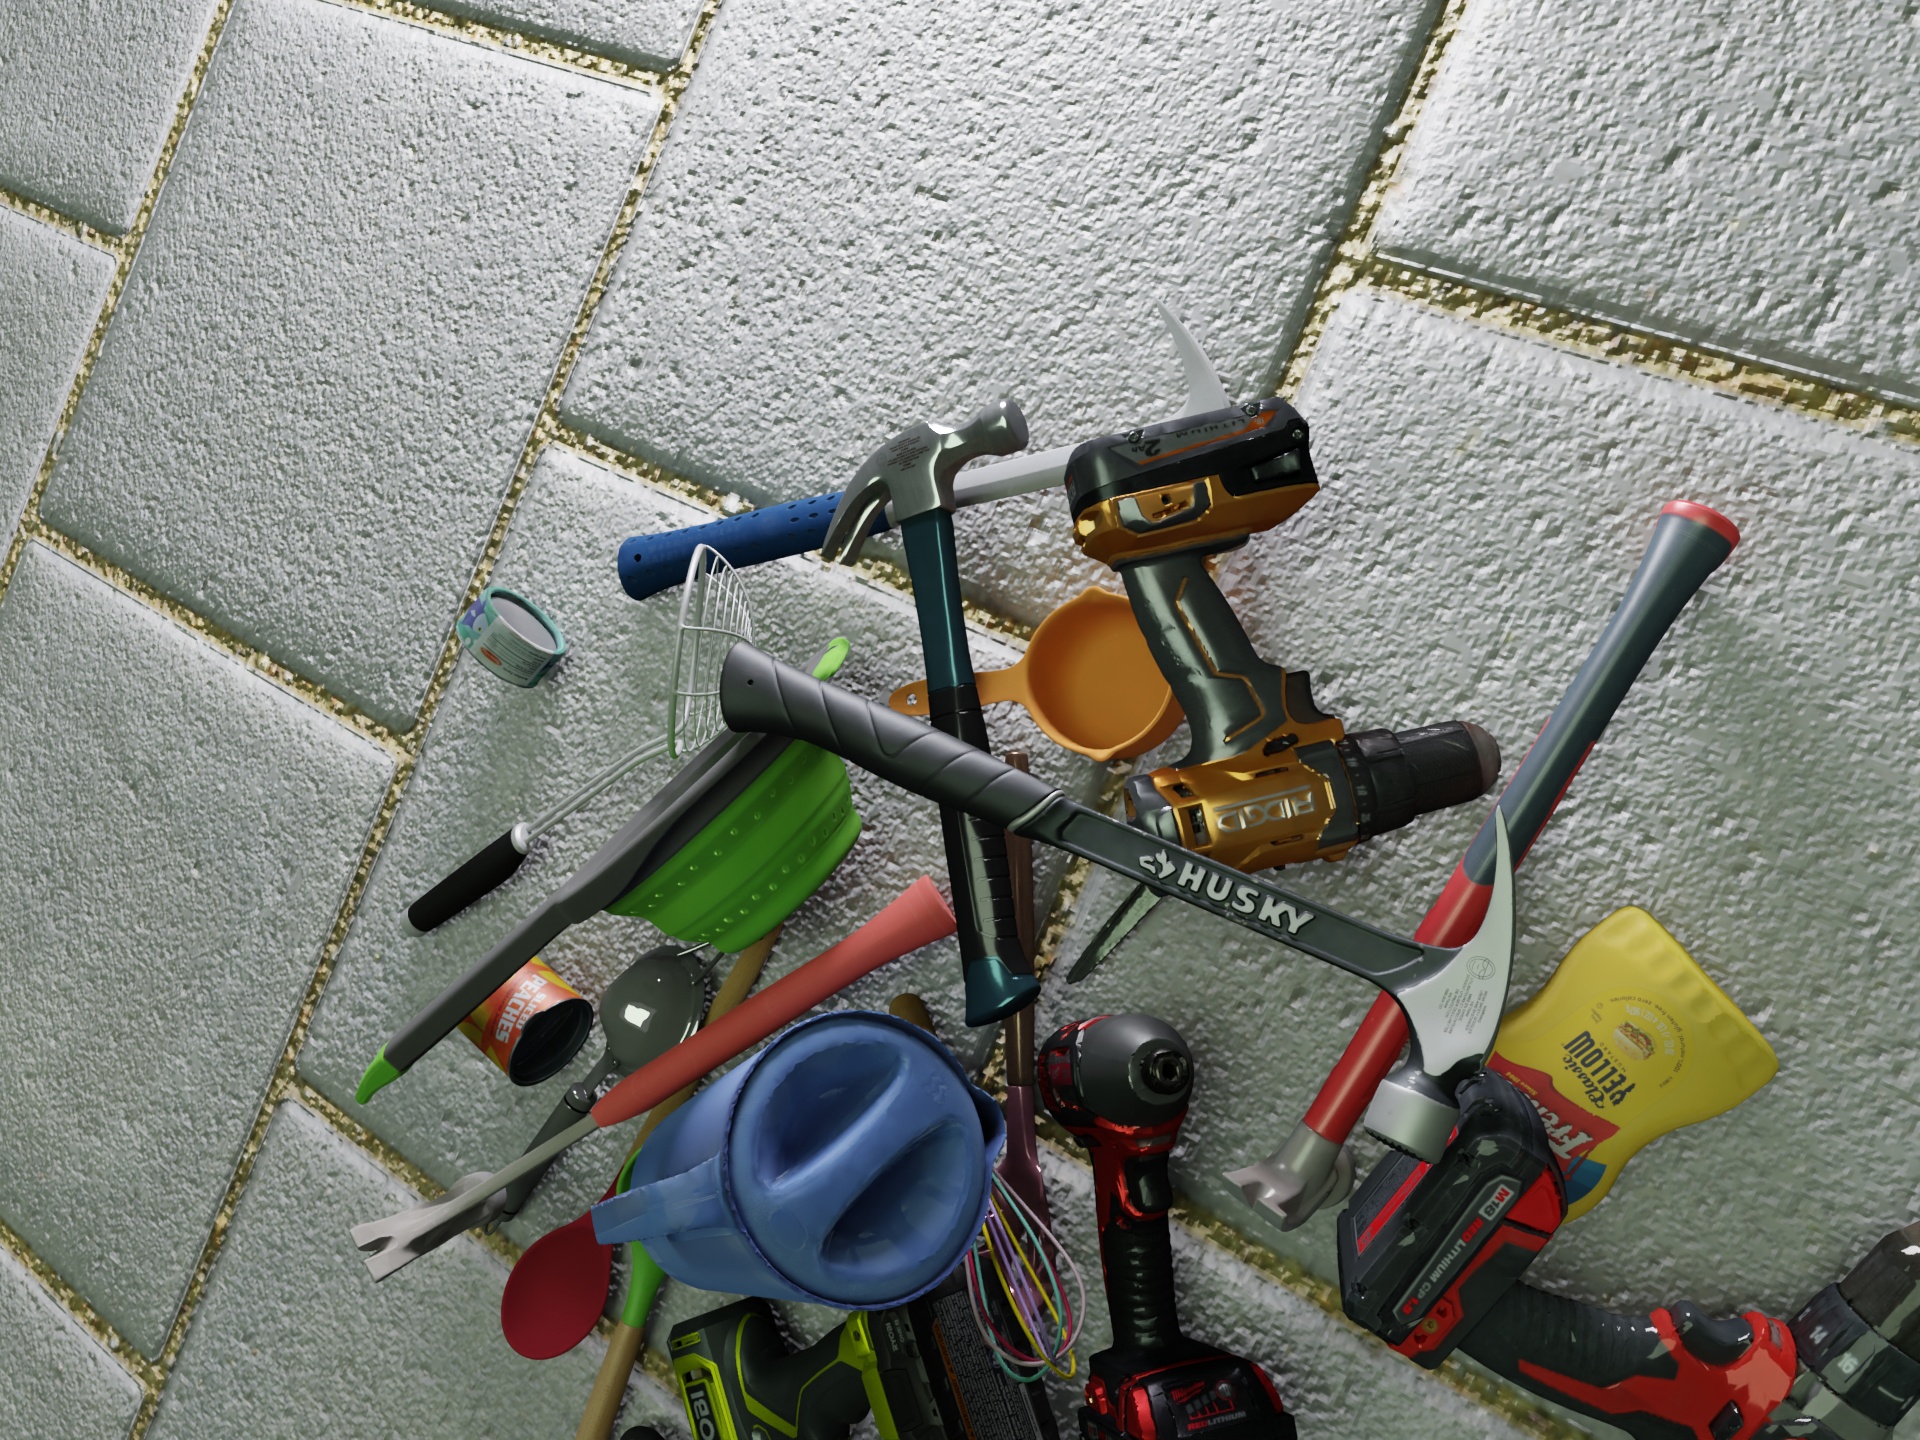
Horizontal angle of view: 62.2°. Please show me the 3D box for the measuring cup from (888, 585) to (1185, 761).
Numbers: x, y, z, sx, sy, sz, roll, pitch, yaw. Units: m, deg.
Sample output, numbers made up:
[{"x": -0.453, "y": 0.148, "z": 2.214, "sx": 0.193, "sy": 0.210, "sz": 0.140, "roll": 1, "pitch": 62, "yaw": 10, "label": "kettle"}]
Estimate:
[{"x": 0.046, "y": -0.017, "z": 0.888, "sx": 0.173, "sy": 0.052, "sz": 0.095, "roll": -7, "pitch": 80, "yaw": 27, "label": "measuring cup"}]

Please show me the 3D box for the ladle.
[{"x": -0.190, "y": 0.254, "z": 0.979, "sx": 0.069, "sy": 0.031, "sz": 0.315, "roll": 32, "pitch": 95, "yaw": 25, "label": "ladle"}]

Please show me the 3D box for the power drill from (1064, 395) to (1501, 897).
[{"x": 0.157, "y": -0.040, "z": 0.791, "sx": 0.185, "sy": 0.084, "sz": 0.226, "roll": -13, "pitch": 86, "yaw": -2, "label": "power drill"}]

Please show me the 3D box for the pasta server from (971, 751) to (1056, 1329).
[{"x": 0.028, "y": 0.174, "z": 0.877, "sx": 0.060, "sy": 0.040, "sz": 0.316, "roll": -8, "pitch": 78, "yaw": 39, "label": "pasta server"}]

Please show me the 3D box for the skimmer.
[{"x": -0.258, "y": 0.028, "z": 1.000, "sx": 0.363, "sy": 0.090, "sz": 0.127, "roll": -34, "pitch": 31, "yaw": 24, "label": "skimmer"}]

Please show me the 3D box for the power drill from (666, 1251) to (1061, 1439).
[{"x": -0.058, "y": 0.382, "z": 0.848, "sx": 0.223, "sy": 0.080, "sz": 0.171, "roll": -33, "pitch": 69, "yaw": 37, "label": "power drill"}]

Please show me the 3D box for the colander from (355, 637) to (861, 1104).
[{"x": -0.185, "y": 0.118, "z": 0.924, "sx": 0.397, "sy": 0.204, "sz": 0.094, "roll": -41, "pitch": 99, "yaw": 9, "label": "colander"}]

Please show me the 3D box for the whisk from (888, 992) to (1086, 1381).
[{"x": 0.007, "y": 0.236, "z": 0.831, "sx": 0.051, "sy": 0.047, "sz": 0.245, "roll": -61, "pitch": 34, "yaw": 25, "label": "whisk"}]

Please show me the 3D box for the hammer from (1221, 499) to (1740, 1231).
[{"x": 0.245, "y": 0.066, "z": 0.741, "sx": 0.038, "sy": 0.143, "sz": 0.386, "roll": 32, "pitch": 93, "yaw": 26, "label": "hammer"}]

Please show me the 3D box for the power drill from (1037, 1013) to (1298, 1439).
[{"x": 0.094, "y": 0.253, "z": 0.777, "sx": 0.078, "sy": 0.143, "sz": 0.220, "roll": -6, "pitch": 78, "yaw": -14, "label": "power drill"}]

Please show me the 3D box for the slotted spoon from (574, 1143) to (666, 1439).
[{"x": -0.208, "y": 0.386, "z": 0.962, "sx": 0.031, "sy": 0.070, "sz": 0.314, "roll": -144, "pitch": 73, "yaw": -70, "label": "slotted spoon"}]

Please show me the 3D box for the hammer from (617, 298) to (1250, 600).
[{"x": -0.032, "y": -0.136, "z": 0.952, "sx": 0.405, "sy": 0.035, "sz": 0.144, "roll": -10, "pitch": 79, "yaw": 25, "label": "hammer"}]

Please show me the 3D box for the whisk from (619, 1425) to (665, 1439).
[{"x": -0.147, "y": 0.418, "z": 0.835, "sx": 0.284, "sy": 0.070, "sz": 0.070, "roll": 156, "pitch": 114, "yaw": -67, "label": "whisk"}]

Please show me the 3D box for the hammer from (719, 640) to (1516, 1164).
[{"x": 0.055, "y": 0.045, "z": 0.739, "sx": 0.409, "sy": 0.036, "sz": 0.149, "roll": 23, "pitch": 82, "yaw": 23, "label": "hammer"}]

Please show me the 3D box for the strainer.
[{"x": -0.234, "y": 0.231, "z": 0.995, "sx": 0.258, "sy": 0.050, "sz": 0.087, "roll": -54, "pitch": 44, "yaw": 14, "label": "strainer"}]

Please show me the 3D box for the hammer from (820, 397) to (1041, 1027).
[{"x": -0.001, "y": -0.003, "z": 0.863, "sx": 0.128, "sy": 0.033, "sz": 0.331, "roll": -15, "pitch": 76, "yaw": 26, "label": "hammer"}]

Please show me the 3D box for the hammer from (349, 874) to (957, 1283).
[{"x": -0.162, "y": 0.197, "z": 0.893, "sx": 0.359, "sy": 0.149, "sz": 0.037, "roll": -32, "pitch": 82, "yaw": 1, "label": "hammer"}]

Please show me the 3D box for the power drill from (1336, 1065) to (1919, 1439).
[{"x": 0.297, "y": 0.243, "z": 0.679, "sx": 0.227, "sy": 0.080, "sz": 0.188, "roll": 34, "pitch": 105, "yaw": 3, "label": "power drill"}]
